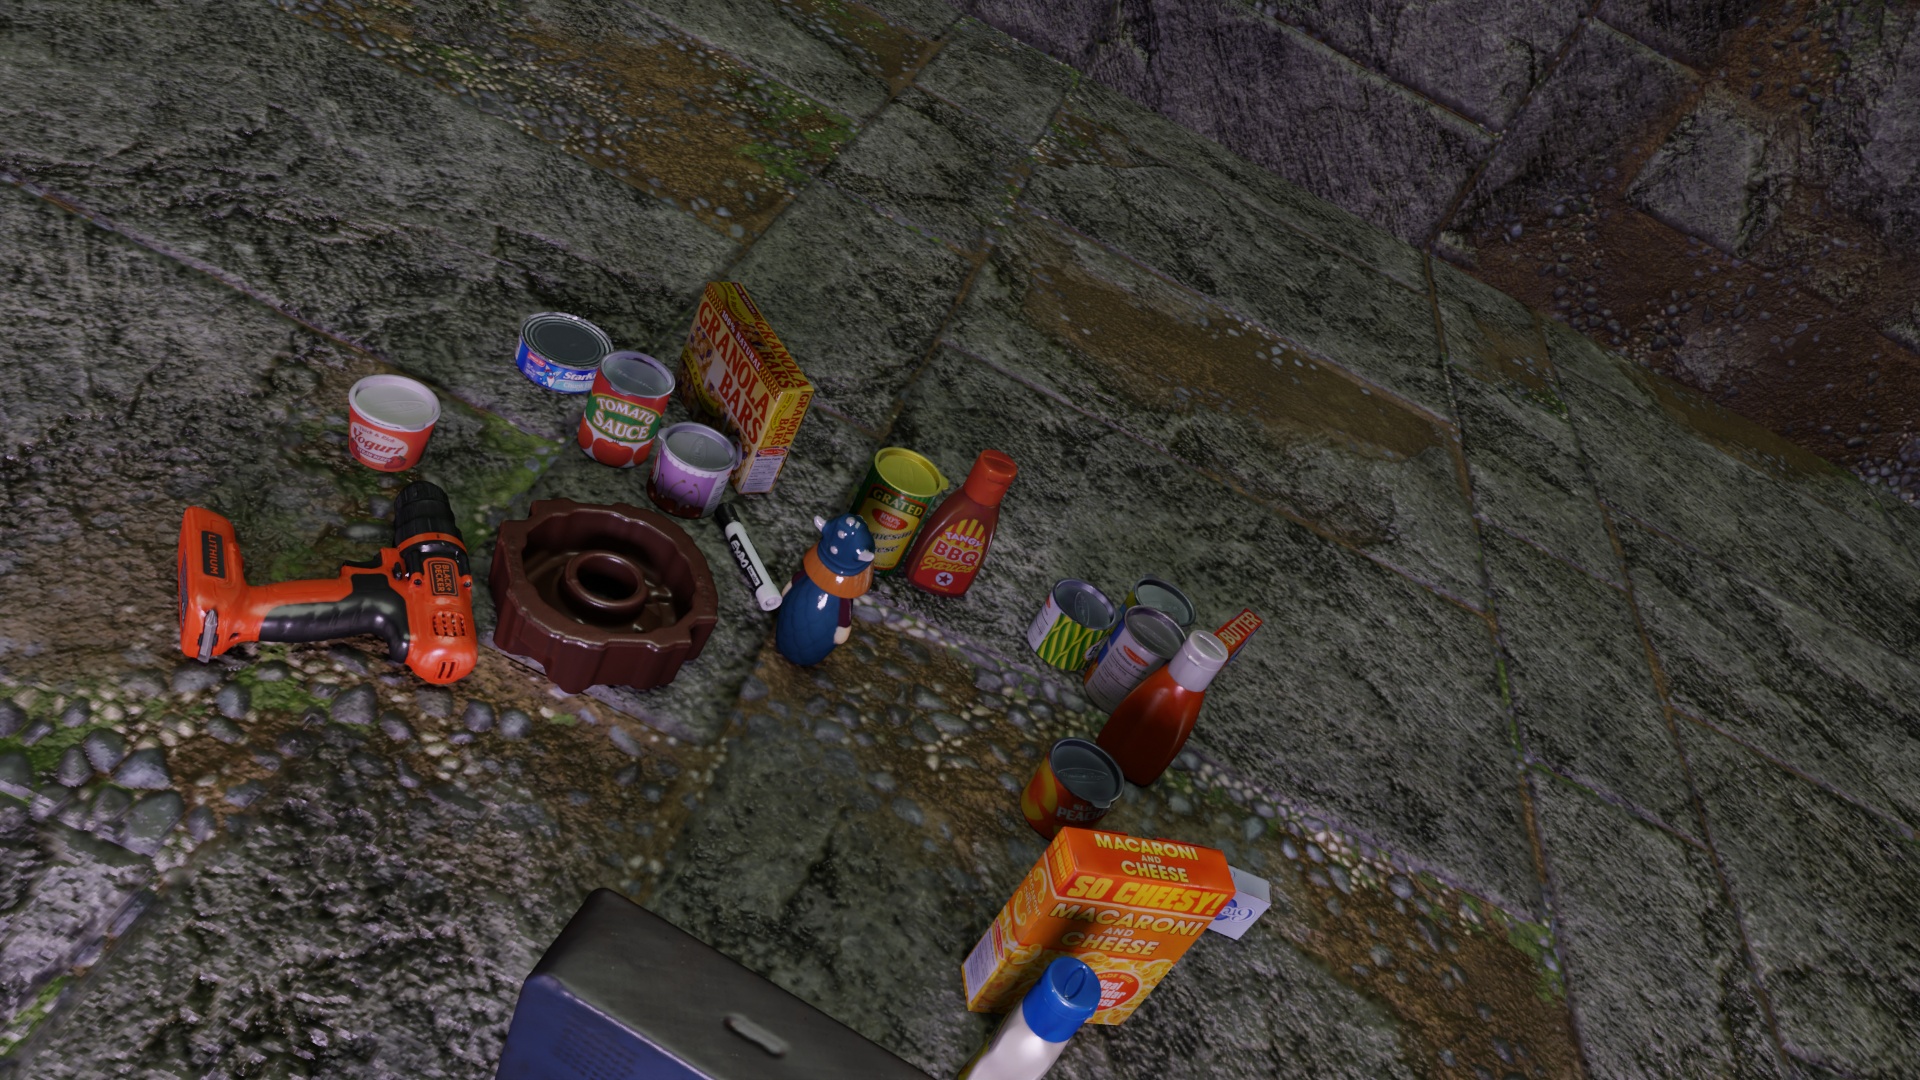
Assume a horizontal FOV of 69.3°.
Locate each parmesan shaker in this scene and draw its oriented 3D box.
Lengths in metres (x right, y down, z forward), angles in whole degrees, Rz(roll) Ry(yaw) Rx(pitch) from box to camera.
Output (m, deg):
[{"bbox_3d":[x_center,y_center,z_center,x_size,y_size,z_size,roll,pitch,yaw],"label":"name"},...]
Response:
[{"bbox_3d":[-0.063,-0.024,1.257,0.071,0.102,0.072,19,35,-14],"label":"parmesan shaker"}]

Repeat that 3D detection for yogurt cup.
[{"bbox_3d":[-0.457,-0.092,1.112,0.072,0.053,0.073,19,36,-14],"label":"yogurt cup"}]

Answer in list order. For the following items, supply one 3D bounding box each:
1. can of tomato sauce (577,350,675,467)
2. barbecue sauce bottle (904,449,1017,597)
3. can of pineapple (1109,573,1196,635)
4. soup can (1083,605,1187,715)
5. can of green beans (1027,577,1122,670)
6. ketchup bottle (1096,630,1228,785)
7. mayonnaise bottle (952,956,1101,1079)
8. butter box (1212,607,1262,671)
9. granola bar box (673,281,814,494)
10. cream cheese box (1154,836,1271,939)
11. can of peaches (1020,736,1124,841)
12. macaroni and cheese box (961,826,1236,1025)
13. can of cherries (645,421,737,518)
[{"bbox_3d":[-0.297,-0.114,1.227,0.071,0.082,0.071,19,35,-14],"label":"can of tomato sauce"},{"bbox_3d":[0.004,-0.016,1.254,0.065,0.147,0.044,18,36,-16],"label":"barbecue sauce bottle"},{"bbox_3d":[0.184,0.077,1.340,0.071,0.057,0.071,19,36,-14],"label":"can of pineapple"},{"bbox_3d":[0.160,0.110,1.258,0.071,0.083,0.072,19,35,-14],"label":"soup can"},{"bbox_3d":[0.103,0.078,1.282,0.071,0.057,0.071,19,36,-14],"label":"can of green beans"},{"bbox_3d":[0.173,0.139,1.173,0.065,0.148,0.044,42,36,19],"label":"ketchup bottle"},{"bbox_3d":[0.038,0.312,0.858,0.041,0.147,0.065,35,35,10],"label":"mayonnaise bottle"},{"bbox_3d":[0.254,0.106,1.355,0.024,0.052,0.104,41,36,17],"label":"butter box"},{"bbox_3d":[-0.205,-0.143,1.291,0.039,0.123,0.166,-4,46,-39],"label":"granola bar box"},{"bbox_3d":[0.186,0.274,1.093,0.104,0.053,0.024,23,35,-8],"label":"cream cheese box"},{"bbox_3d":[0.089,0.203,1.112,0.071,0.057,0.071,19,36,-14],"label":"can of peaches"},{"bbox_3d":[0.090,0.263,0.940,0.124,0.165,0.040,13,37,-22],"label":"macaroni and cheese box"},{"bbox_3d":[-0.239,-0.063,1.222,0.071,0.058,0.072,19,36,-14],"label":"can of cherries"}]
